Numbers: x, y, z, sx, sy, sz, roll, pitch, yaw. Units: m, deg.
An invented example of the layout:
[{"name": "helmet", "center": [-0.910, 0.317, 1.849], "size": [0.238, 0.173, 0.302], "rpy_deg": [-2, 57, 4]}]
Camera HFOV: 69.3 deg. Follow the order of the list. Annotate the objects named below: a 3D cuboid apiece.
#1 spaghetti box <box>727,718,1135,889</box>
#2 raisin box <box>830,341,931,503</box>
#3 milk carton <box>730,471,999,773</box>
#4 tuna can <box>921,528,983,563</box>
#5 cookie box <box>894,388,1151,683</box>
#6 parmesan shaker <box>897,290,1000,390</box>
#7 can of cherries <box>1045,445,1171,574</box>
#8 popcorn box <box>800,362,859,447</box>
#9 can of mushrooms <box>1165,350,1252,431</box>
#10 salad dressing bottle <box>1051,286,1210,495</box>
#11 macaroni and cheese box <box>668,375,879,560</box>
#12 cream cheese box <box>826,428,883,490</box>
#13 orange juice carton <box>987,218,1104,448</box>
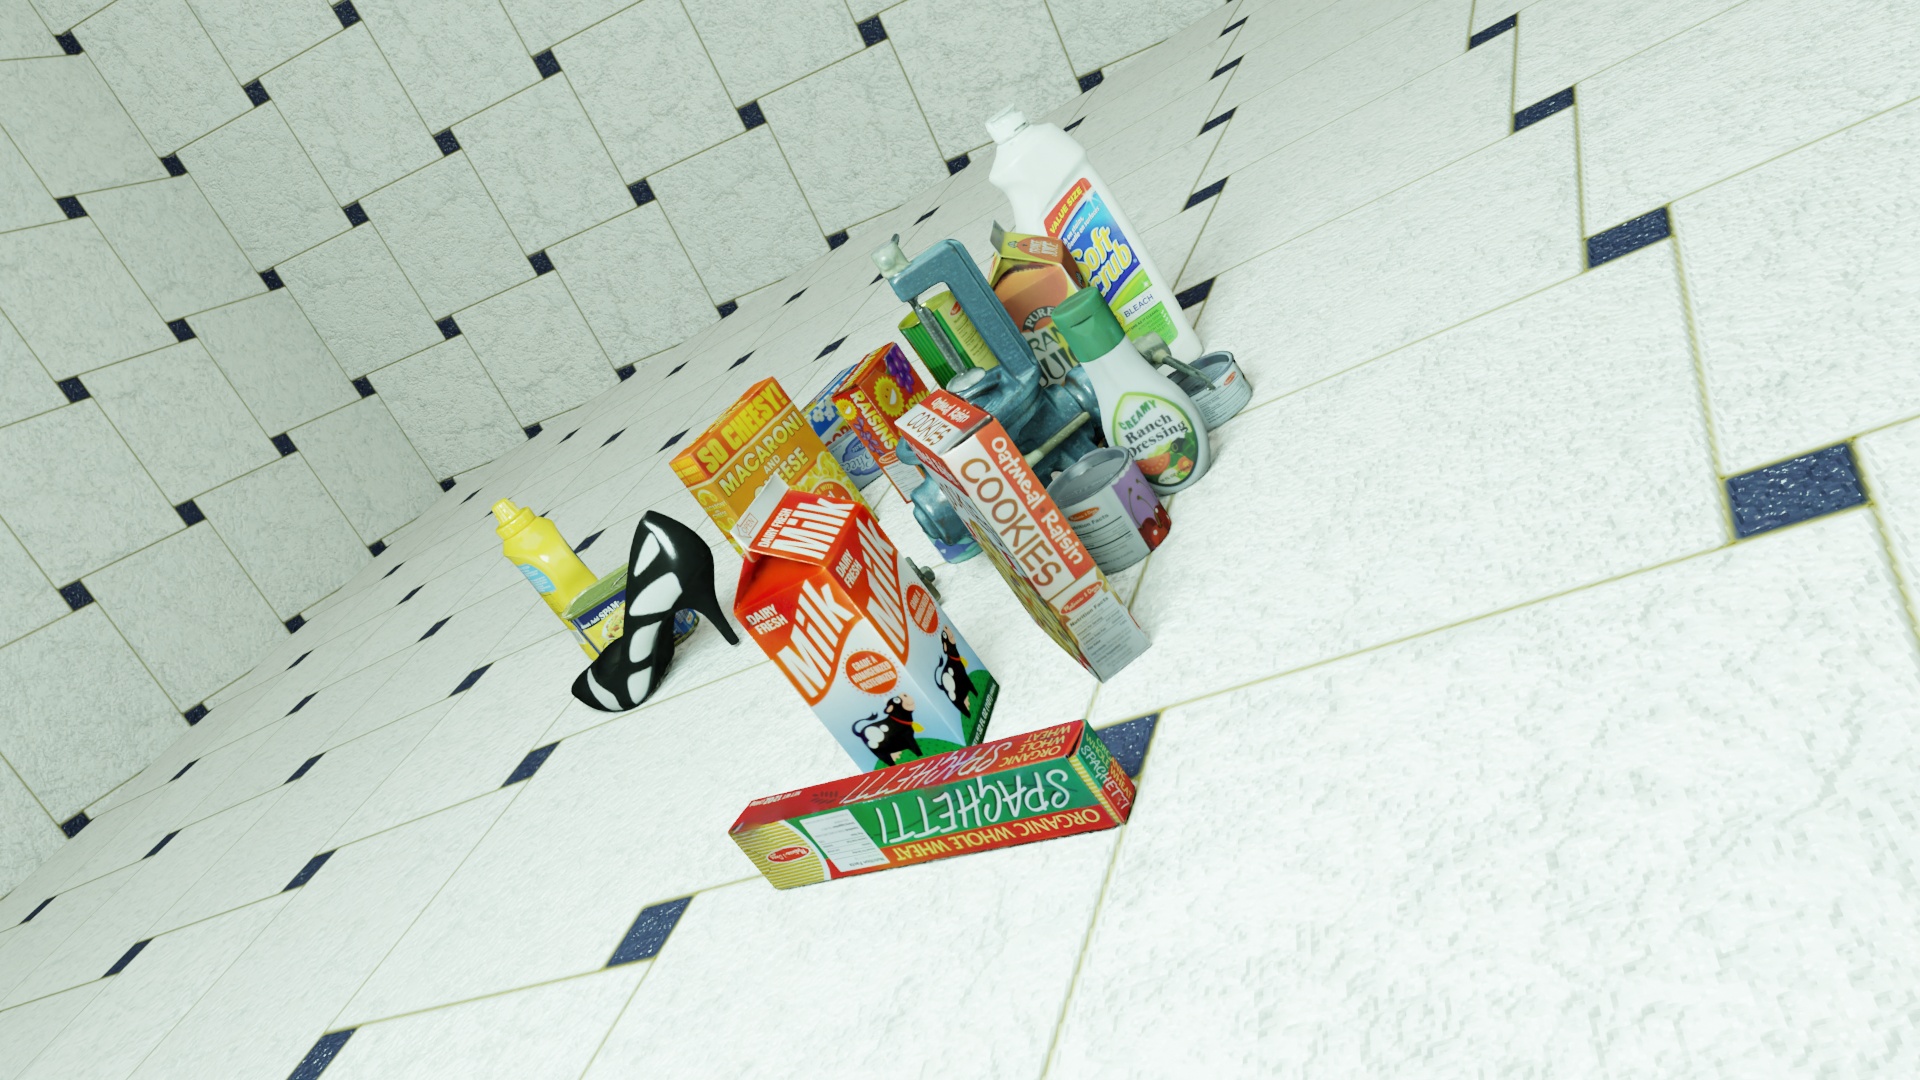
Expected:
[{"name": "spaghetti box", "center": [-0.022, 0.144, 0.735], "size": [0.249, 0.050, 0.029], "rpy_deg": [-20, 24, 37]}, {"name": "raisin box", "center": [-0.055, -0.108, 1.269], "size": [0.040, 0.123, 0.086], "rpy_deg": [-21, 23, 36]}, {"name": "milk carton", "center": [-0.063, 0.050, 0.811], "size": [0.073, 0.190, 0.073], "rpy_deg": [-25, 21, 27]}, {"name": "tuna can", "center": [0.004, -0.014, 1.087], "size": [0.071, 0.032, 0.071], "rpy_deg": [-31, 20, 12]}, {"name": "cookie box", "center": [0.034, -0.007, 0.817], "size": [0.040, 0.167, 0.123], "rpy_deg": [-37, 19, -4]}, {"name": "parmesan shaker", "center": [-0.010, -0.195, 1.428], "size": [0.071, 0.103, 0.071], "rpy_deg": [-31, 19, 12]}, {"name": "can of cherries", "center": [0.097, -0.021, 0.911], "size": [0.071, 0.058, 0.072], "rpy_deg": [-31, 20, 12]}, {"name": "popcorn box", "center": [-0.124, -0.118, 1.465], "size": [0.038, 0.085, 0.127], "rpy_deg": [-15, 28, 46]}, {"name": "can of mushrooms", "center": [0.177, -0.107, 1.019], "size": [0.071, 0.033, 0.071], "rpy_deg": [-31, 20, 12]}, {"name": "salad dressing bottle", "center": [0.114, -0.100, 0.934], "size": [0.064, 0.147, 0.044], "rpy_deg": [-29, 20, 18]}, {"name": "macaroni and cheese box", "center": [-0.162, -0.042, 1.225], "size": [0.040, 0.166, 0.124], "rpy_deg": [-15, 28, 46]}, {"name": "cream cheese box", "center": [-0.090, -0.092, 1.396], "size": [0.104, 0.053, 0.024], "rpy_deg": [-36, 19, -3]}, {"name": "orange juice carton", "center": [0.076, -0.159, 1.067], "size": [0.073, 0.192, 0.072], "rpy_deg": [-29, 20, 18]}]
